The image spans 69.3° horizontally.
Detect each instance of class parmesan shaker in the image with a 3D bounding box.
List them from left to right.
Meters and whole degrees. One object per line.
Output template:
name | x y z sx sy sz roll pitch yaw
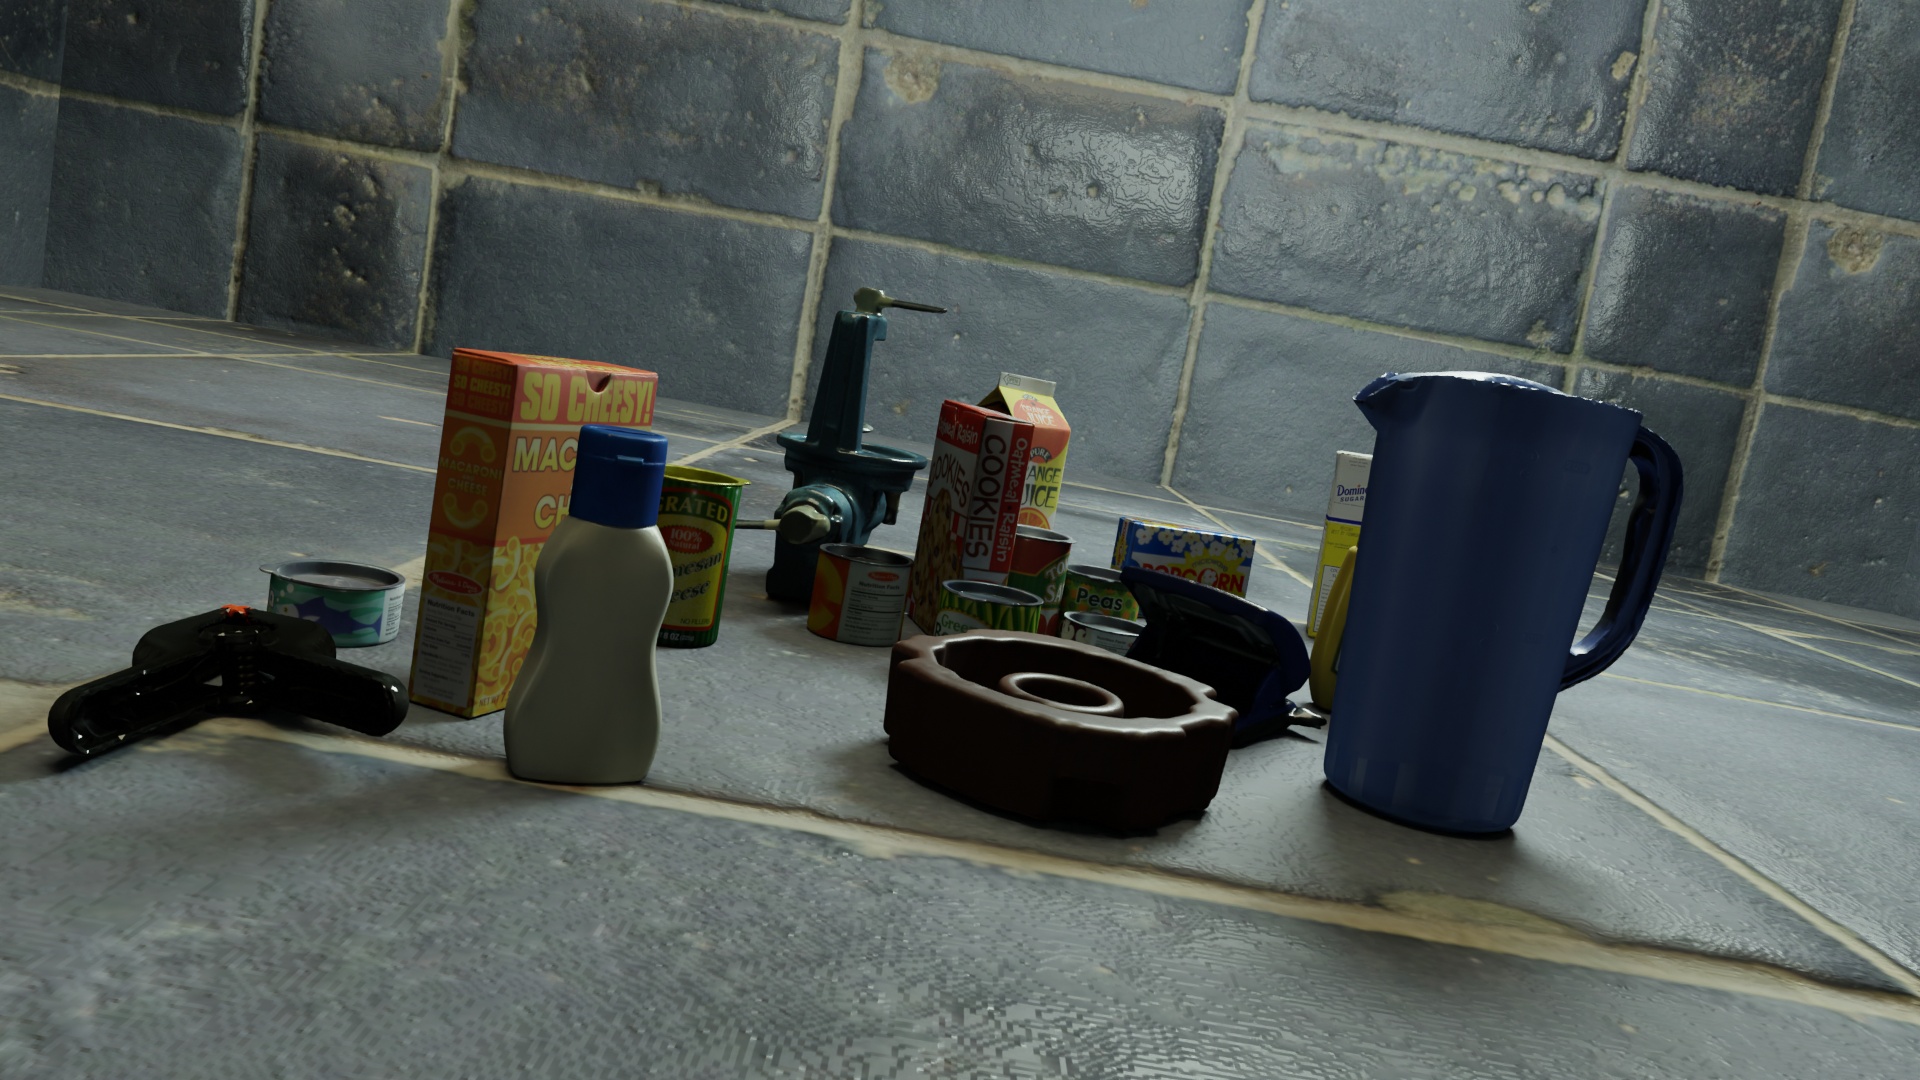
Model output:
parmesan shaker | -0.172 0.009 0.857 0.071 0.103 0.071 10 7 -1

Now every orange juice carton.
orange juice carton | 0.048 -0.061 1.324 0.072 0.192 0.073 5 9 -37

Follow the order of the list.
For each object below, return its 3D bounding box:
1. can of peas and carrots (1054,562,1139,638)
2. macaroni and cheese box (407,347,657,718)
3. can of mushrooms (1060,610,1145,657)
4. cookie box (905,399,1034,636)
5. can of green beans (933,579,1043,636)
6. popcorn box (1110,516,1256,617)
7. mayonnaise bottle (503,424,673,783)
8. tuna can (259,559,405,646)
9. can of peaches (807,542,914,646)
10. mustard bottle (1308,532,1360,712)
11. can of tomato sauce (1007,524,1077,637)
can of peas and carrots | 0.103 0.053 1.063 0.071 0.058 0.071 10 7 -1
macaroni and cheese box | -0.207 -0.007 0.688 0.040 0.166 0.124 12 7 17
can of mushrooms | 0.104 0.074 1.000 0.071 0.033 0.071 10 7 -1
cookie box | 0.004 -0.013 1.004 0.040 0.167 0.123 8 7 -16
can of green beans | 0.016 0.061 0.893 0.071 0.057 0.071 10 7 -1
popcorn box | 0.199 0.029 1.260 0.127 0.085 0.038 8 8 -19
mayonnaise bottle | -0.151 0.027 0.585 0.065 0.147 0.041 7 8 -25
tuna can | -0.334 0.033 0.737 0.071 0.032 0.071 10 8 -1
can of peaches | -0.070 0.037 0.957 0.071 0.058 0.071 10 7 -1
mustard bottle | 0.291 0.045 0.983 0.065 0.160 0.049 10 7 -1
can of tomato sauce | 0.046 0.033 1.038 0.071 0.083 0.071 10 7 -1
